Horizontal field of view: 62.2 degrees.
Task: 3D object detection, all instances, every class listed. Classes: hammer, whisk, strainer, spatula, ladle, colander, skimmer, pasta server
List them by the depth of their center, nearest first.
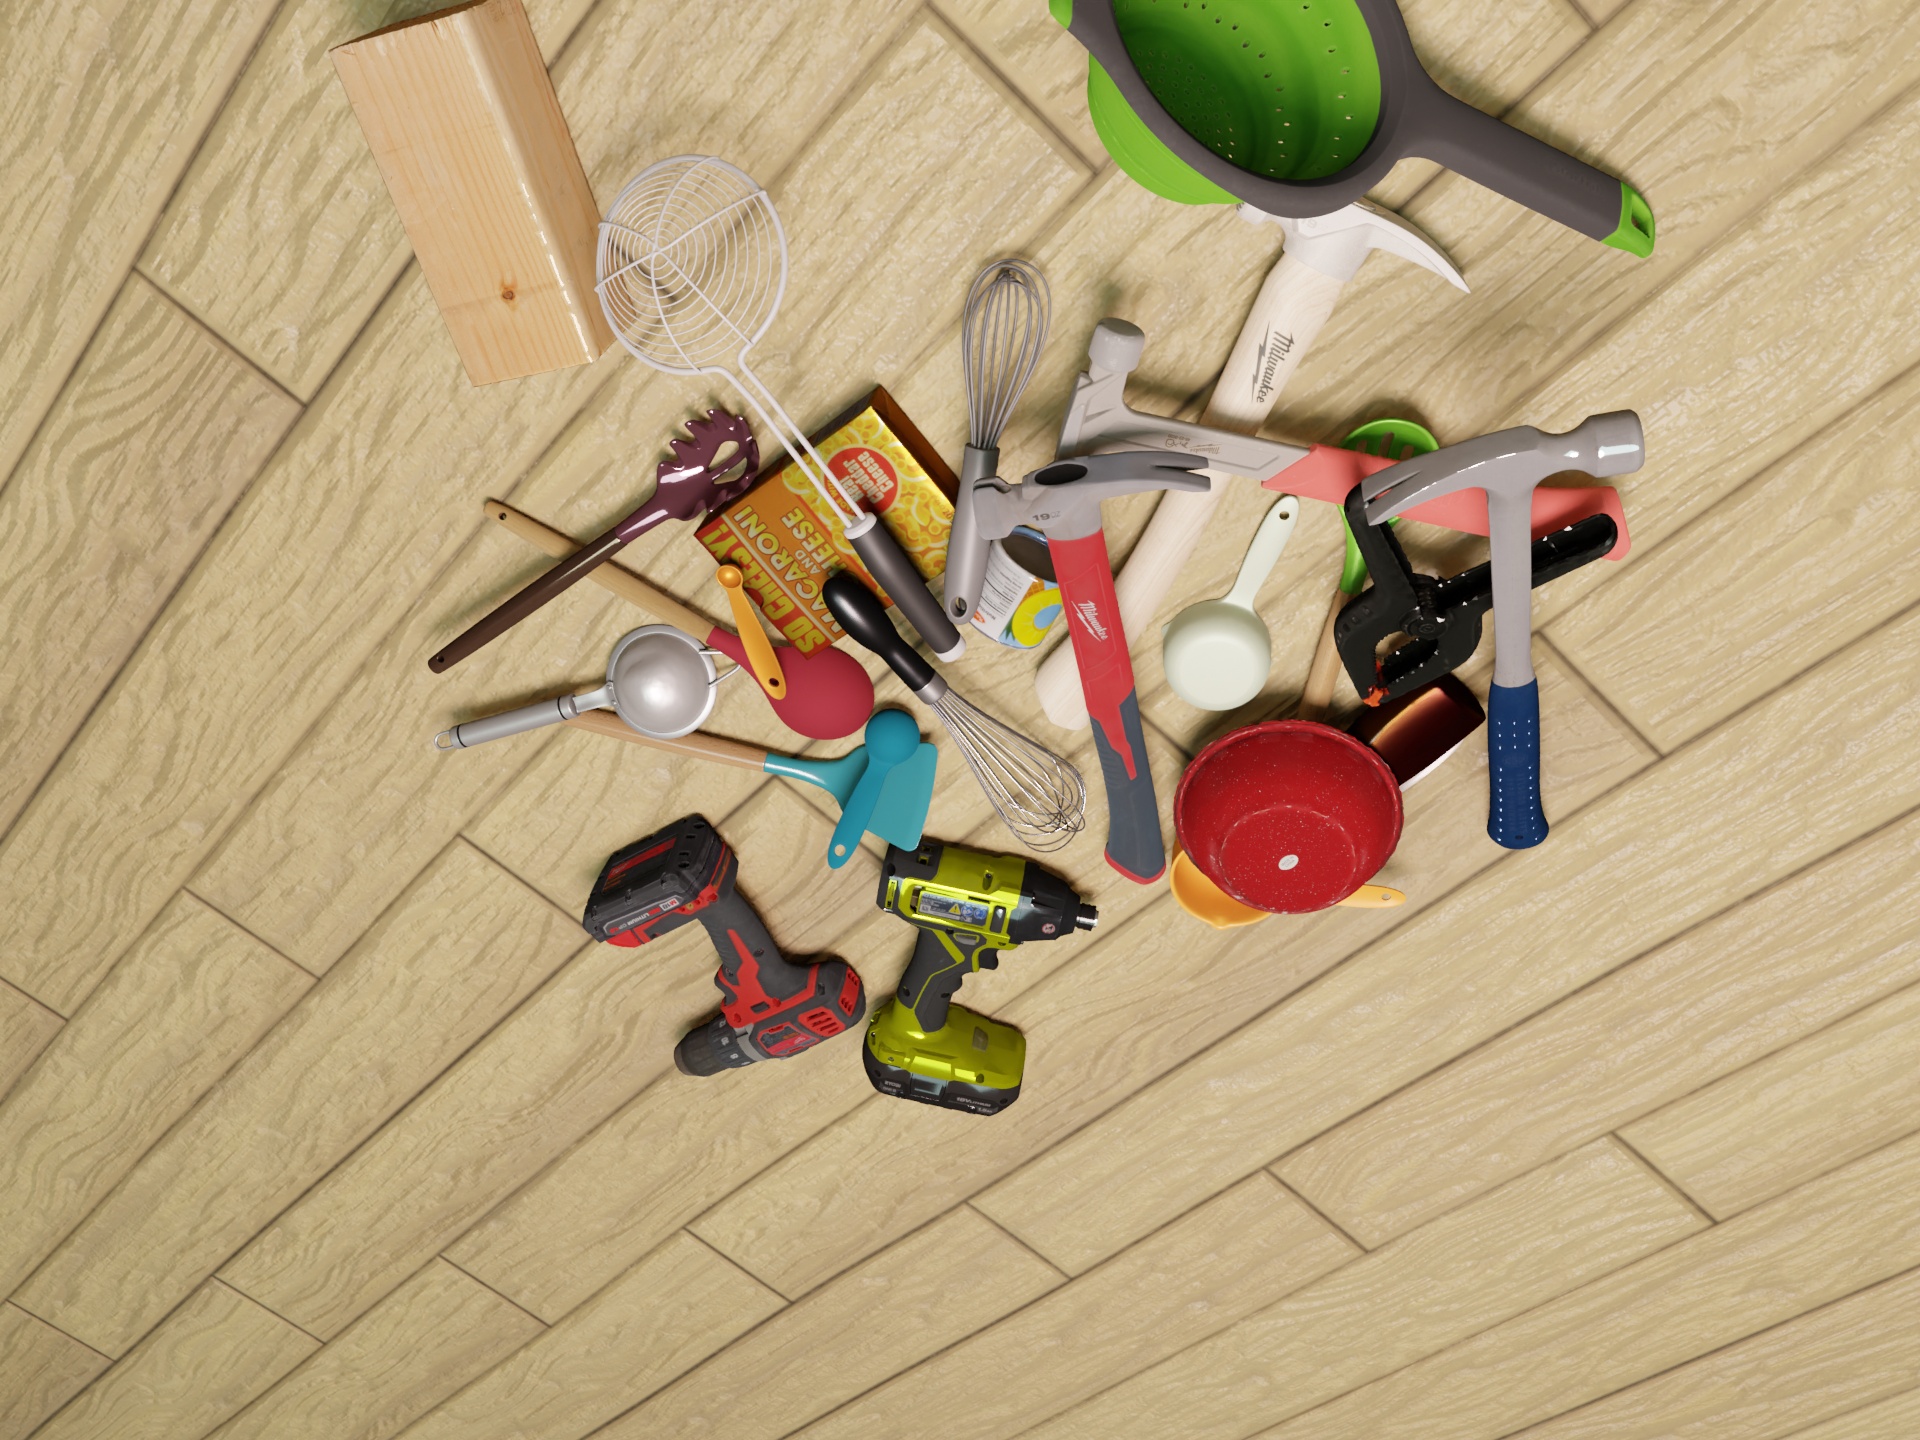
[{"bbox_3d":[0.209,-0.326,0.885,0.396,0.205,0.094,17,160,-20],"label":"colander"},{"bbox_3d":[0.238,-0.143,0.994,0.359,0.037,0.149,12,127,-3],"label":"hammer"},{"bbox_3d":[0.341,-0.034,1.000,0.144,0.035,0.405,-8,143,15],"label":"hammer"},{"bbox_3d":[-0.096,-0.185,1.020,0.127,0.090,0.362,-25,126,19],"label":"skimmer"},{"bbox_3d":[0.017,-0.174,1.023,0.055,0.055,0.238,10,112,3],"label":"whisk"},{"bbox_3d":[0.164,-0.150,1.045,0.146,0.038,0.410,23,124,-7],"label":"hammer"},{"bbox_3d":[0.117,-0.019,1.081,0.143,0.038,0.385,-7,136,11],"label":"hammer"},{"bbox_3d":[-0.263,-0.116,1.117,0.316,0.040,0.060,-31,85,18],"label":"pasta server"},{"bbox_3d":[-0.002,-0.003,1.135,0.070,0.070,0.284,-30,121,26],"label":"whisk"},{"bbox_3d":[-0.204,-0.077,1.158,0.315,0.031,0.069,30,94,-6],"label":"ladle"},{"bbox_3d":[-0.288,-0.011,1.199,0.258,0.050,0.087,-14,97,16],"label":"strainer"},{"bbox_3d":[-0.175,0.024,1.211,0.317,0.044,0.082,13,91,4],"label":"spatula"}]

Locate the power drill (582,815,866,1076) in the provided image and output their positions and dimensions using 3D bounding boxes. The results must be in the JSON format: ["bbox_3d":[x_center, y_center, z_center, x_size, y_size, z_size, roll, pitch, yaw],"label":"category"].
[{"bbox_3d":[-0.211,0.203,1.319,0.188,0.080,0.226,-26,118,24],"label":"power drill"}]

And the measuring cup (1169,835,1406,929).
[{"bbox_3d":[0.244,0.110,1.192,0.173,0.052,0.095,6,124,3],"label":"measuring cup"}]

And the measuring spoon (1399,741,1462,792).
[{"bbox_3d":[0.316,0.042,1.160,0.034,0.018,0.124,39,114,-21],"label":"measuring spoon"}]

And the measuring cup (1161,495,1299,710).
[{"bbox_3d":[0.192,-0.076,1.084,0.083,0.038,0.167,19,126,-3],"label":"measuring cup"}]

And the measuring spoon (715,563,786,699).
[{"bbox_3d":[-0.145,-0.063,1.123,0.021,0.011,0.116,-5,127,19],"label":"measuring spoon"}]

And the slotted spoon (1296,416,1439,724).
[{"bbox_3d":[0.258,-0.068,1.087,0.070,0.031,0.313,9,126,1],"label":"slotted spoon"}]

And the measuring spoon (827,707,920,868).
[{"bbox_3d":[-0.070,0.051,1.171,0.042,0.021,0.128,24,89,9],"label":"measuring spoon"}]

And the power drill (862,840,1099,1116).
[{"bbox_3d":[0.009,0.207,1.282,0.171,0.080,0.223,12,121,2],"label":"power drill"}]
